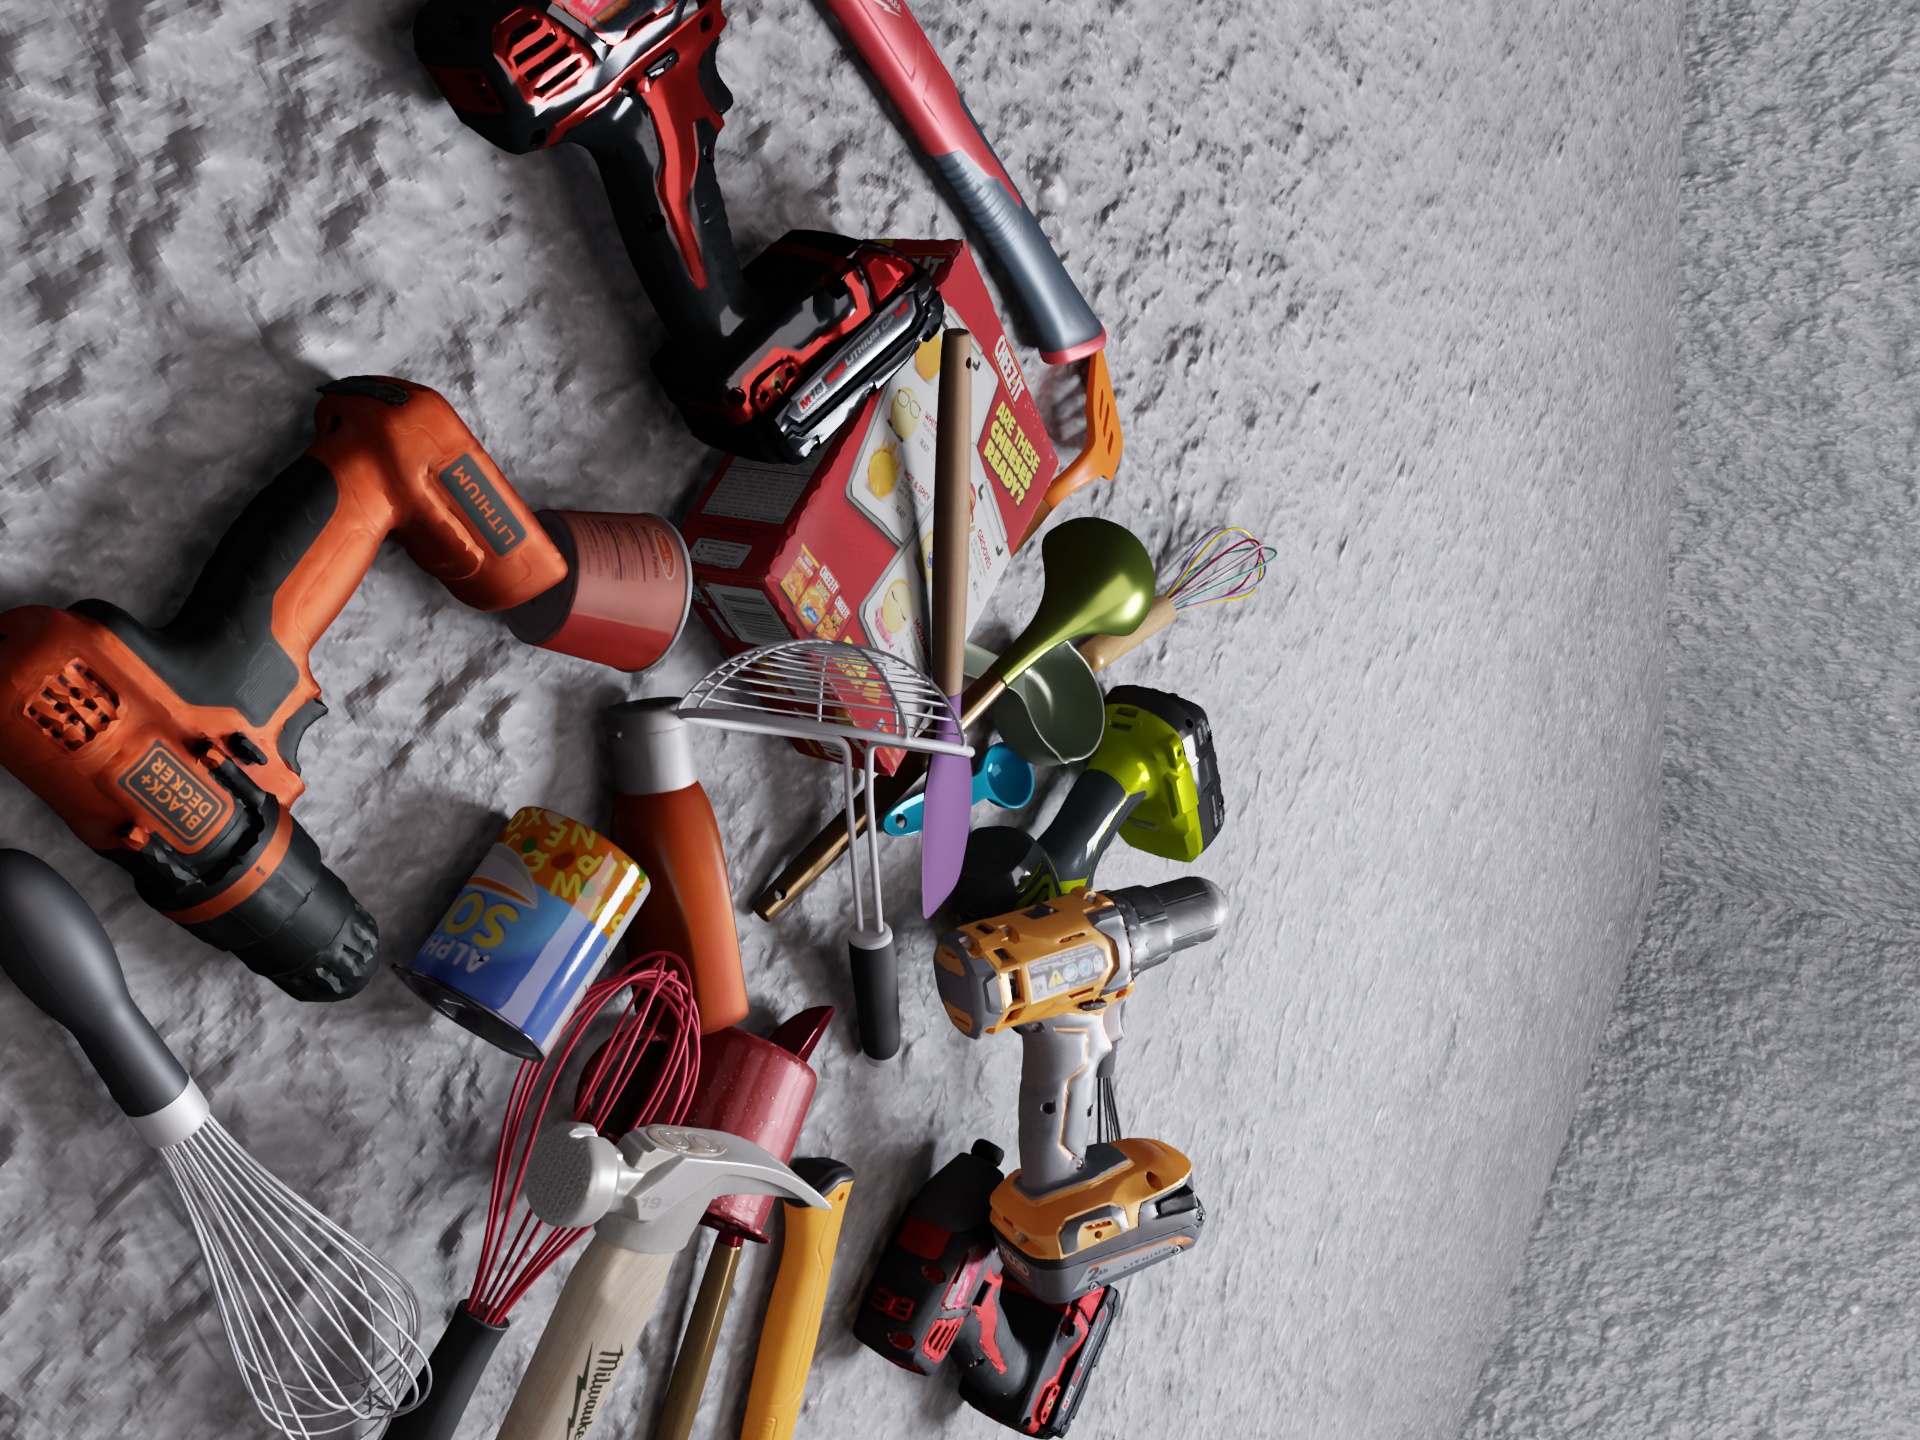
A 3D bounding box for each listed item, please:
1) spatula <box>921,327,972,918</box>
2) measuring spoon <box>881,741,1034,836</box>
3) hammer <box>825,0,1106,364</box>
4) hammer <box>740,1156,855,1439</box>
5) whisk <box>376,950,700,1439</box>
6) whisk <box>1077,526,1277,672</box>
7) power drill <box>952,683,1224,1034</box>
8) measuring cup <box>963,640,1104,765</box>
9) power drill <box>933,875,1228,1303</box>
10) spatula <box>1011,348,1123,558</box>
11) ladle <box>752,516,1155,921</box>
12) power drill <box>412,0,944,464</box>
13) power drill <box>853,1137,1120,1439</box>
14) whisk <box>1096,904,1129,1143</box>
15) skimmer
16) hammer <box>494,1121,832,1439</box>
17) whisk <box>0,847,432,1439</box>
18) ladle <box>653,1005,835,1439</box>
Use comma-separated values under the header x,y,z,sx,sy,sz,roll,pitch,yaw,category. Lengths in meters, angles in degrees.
x,y,z,sx,sy,sz,roll,pitch,yaw,category
-0.005,-0.039,0.789,0.060,0.018,0.315,-46,144,-51,spatula
-0.006,0.046,0.953,0.128,0.021,0.042,-20,90,-43,measuring spoon
-0.006,-0.322,0.816,0.385,0.038,0.143,43,62,-53,hammer
-0.106,0.412,0.891,0.127,0.034,0.337,15,87,-56,hammer
-0.190,0.231,0.666,0.296,0.073,0.073,-62,145,-6,whisk
0.158,-0.084,1.138,0.245,0.051,0.047,-33,132,-44,whisk
0.085,0.095,1.053,0.223,0.080,0.171,-46,135,-34,power drill
0.019,-0.021,0.953,0.167,0.038,0.083,21,62,-39,measuring cup
0.088,0.208,0.953,0.185,0.084,0.226,-15,102,-24,power drill
0.027,-0.113,0.939,0.323,0.041,0.080,-49,136,-34,spatula
-0.001,-0.003,0.887,0.078,0.062,0.320,47,69,-4,ladle
-0.091,-0.240,0.650,0.188,0.080,0.226,-48,136,-18,power drill
0.021,0.373,1.040,0.143,0.079,0.219,-62,141,-24,power drill
0.088,0.221,1.024,0.055,0.055,0.239,-20,120,-53,whisk
-0.055,0.092,0.776,0.363,0.127,0.090,89,11,-47,skimmer
-0.194,0.355,0.651,0.146,0.038,0.410,26,92,-50,hammer
-0.263,0.160,0.558,0.070,0.070,0.284,-46,130,-40,whisk
-0.127,0.297,0.829,0.069,0.031,0.315,45,62,-82,ladle
